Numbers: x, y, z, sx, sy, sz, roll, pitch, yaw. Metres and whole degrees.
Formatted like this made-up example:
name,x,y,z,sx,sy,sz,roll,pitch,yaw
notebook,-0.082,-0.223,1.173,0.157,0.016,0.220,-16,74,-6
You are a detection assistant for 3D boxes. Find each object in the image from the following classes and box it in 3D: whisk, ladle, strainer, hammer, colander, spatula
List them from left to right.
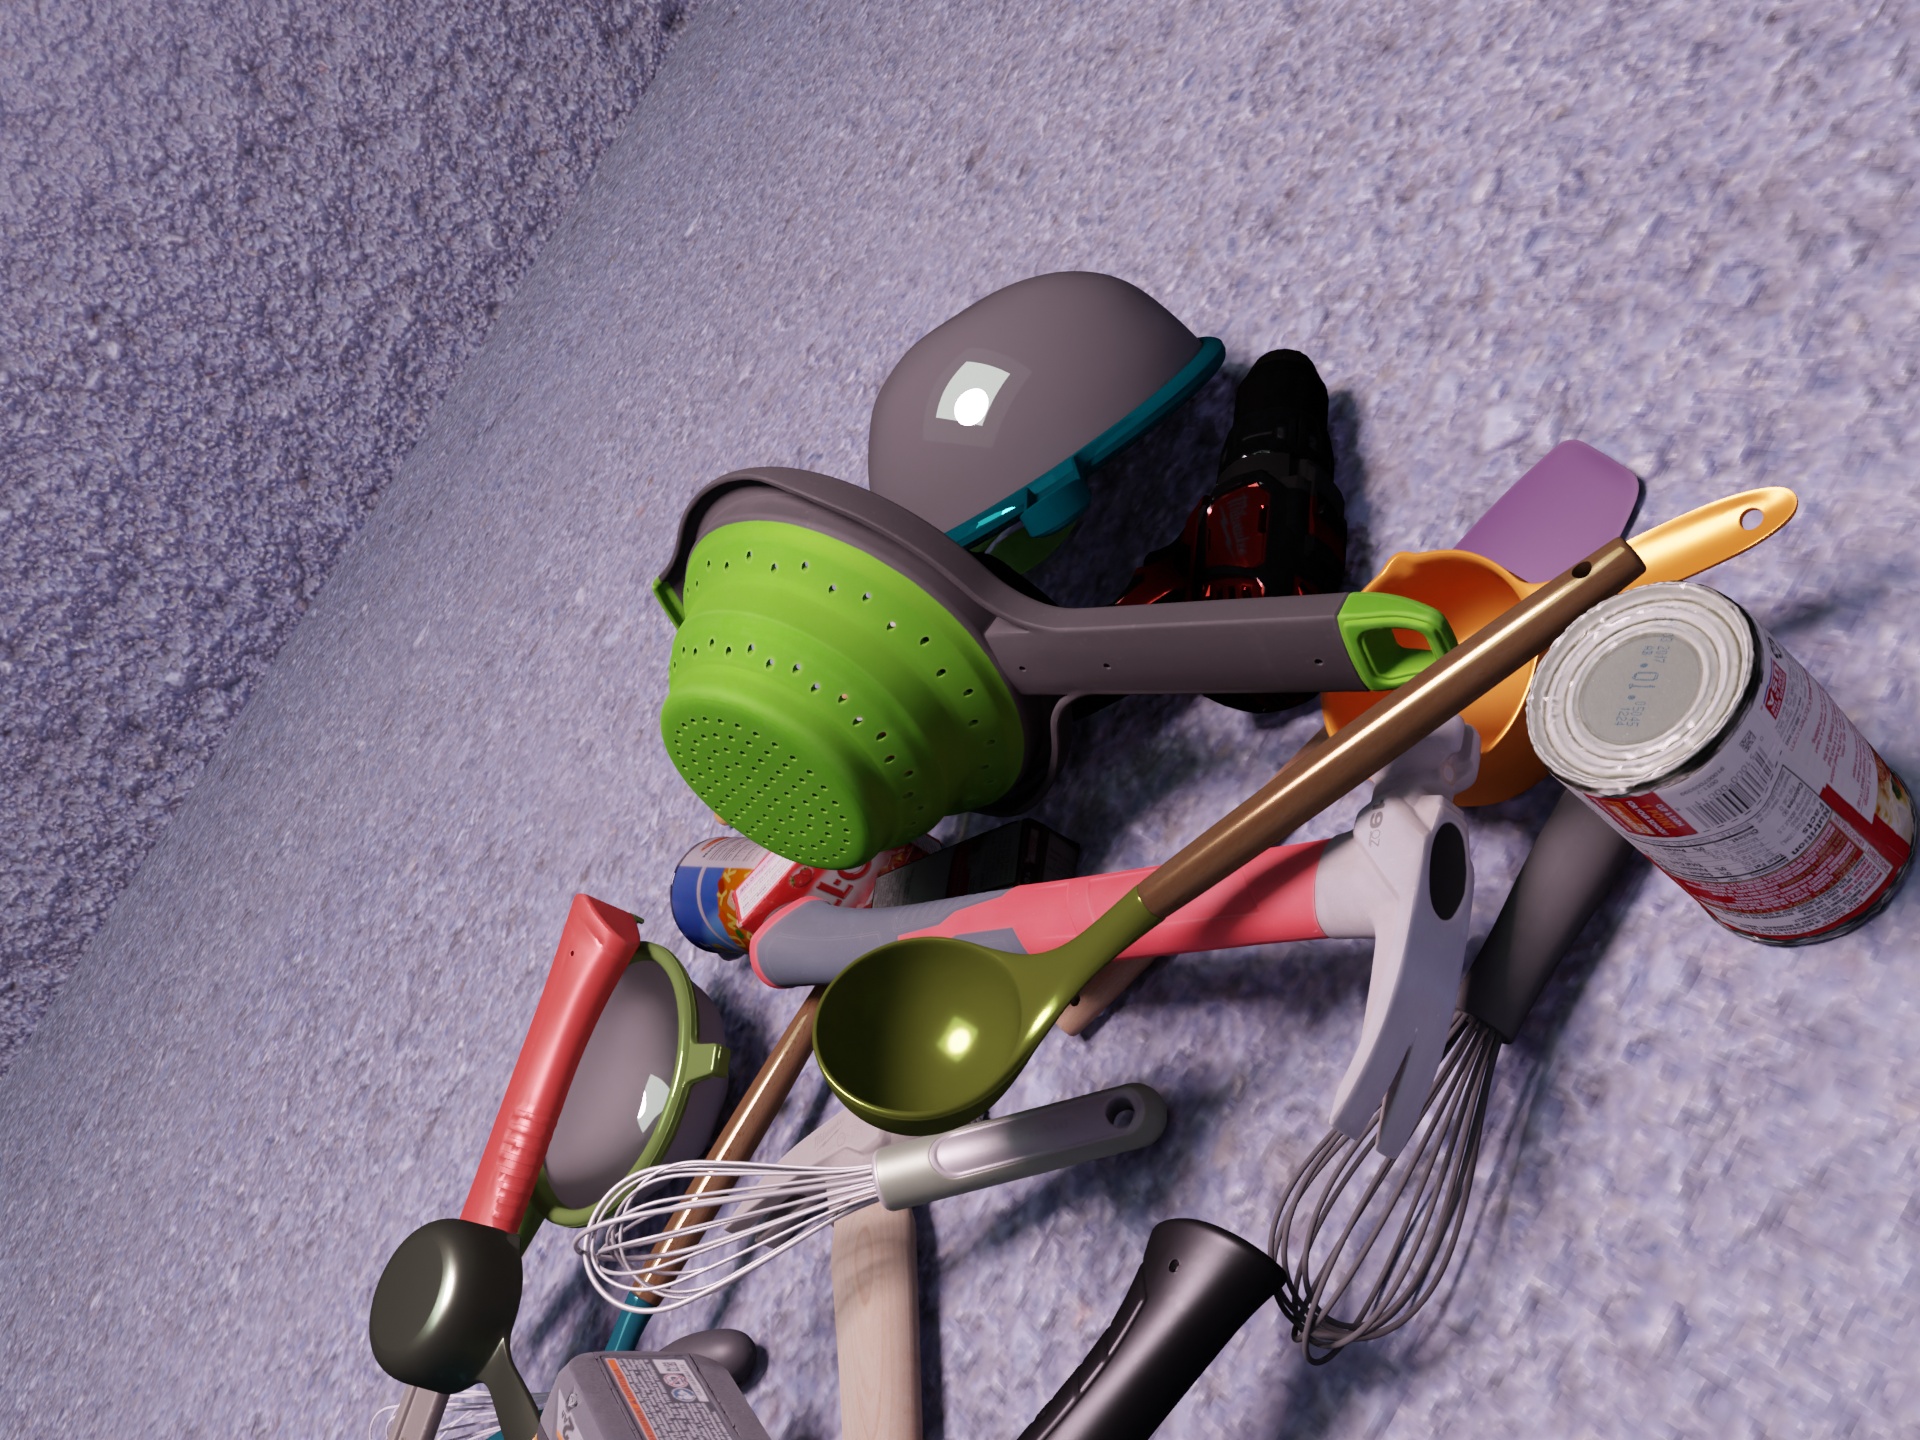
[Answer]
name,x,y,z,sx,sy,sz,roll,pitch,yaw
hammer,-0.248,0.262,0.809,0.149,0.036,0.359,3,68,40
whisk,-0.203,0.345,0.784,0.284,0.070,0.070,-30,39,30
strainer,-0.195,0.244,0.857,0.256,0.069,0.152,-59,38,5
spatula,-0.140,0.242,0.741,0.082,0.044,0.317,7,60,51
whisk,-0.038,0.183,0.629,0.246,0.059,0.058,-17,56,8
hammer,-0.031,0.325,0.580,0.146,0.038,0.411,-41,34,25
hammer,-0.019,0.285,0.466,0.335,0.035,0.146,-49,27,-6
colander,-0.001,-0.002,0.637,0.397,0.204,0.094,0,44,42
strainer,0.022,-0.152,0.761,0.211,0.095,0.340,-32,12,10
hammer,0.026,0.095,0.630,0.386,0.038,0.143,-17,49,49
ladle,0.074,0.040,0.518,0.320,0.062,0.078,-40,37,24
spatula,0.147,0.016,0.639,0.316,0.018,0.060,-48,41,12
whisk,0.169,0.098,0.511,0.239,0.055,0.055,-56,30,-10

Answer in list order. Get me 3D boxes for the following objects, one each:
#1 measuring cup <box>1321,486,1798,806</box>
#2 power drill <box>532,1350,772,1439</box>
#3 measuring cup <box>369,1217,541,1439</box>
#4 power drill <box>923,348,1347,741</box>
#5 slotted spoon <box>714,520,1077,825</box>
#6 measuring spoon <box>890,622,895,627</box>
name,x,y,z,sx,sy,sz,roll,pitch,yaw
measuring cup,0.209,-0.029,0.547,0.173,0.052,0.095,-29,54,39
power drill,-0.124,0.379,0.585,0.185,0.084,0.226,23,98,59
measuring cup,-0.220,0.286,0.708,0.083,0.038,0.168,-56,38,-2
power drill,0.082,-0.069,0.758,0.227,0.080,0.188,-21,45,40
slotted spoon,-0.048,-0.035,0.953,0.313,0.031,0.070,-43,37,23
measuring spoon,-0.023,-0.034,0.904,0.034,0.018,0.124,-53,42,17
